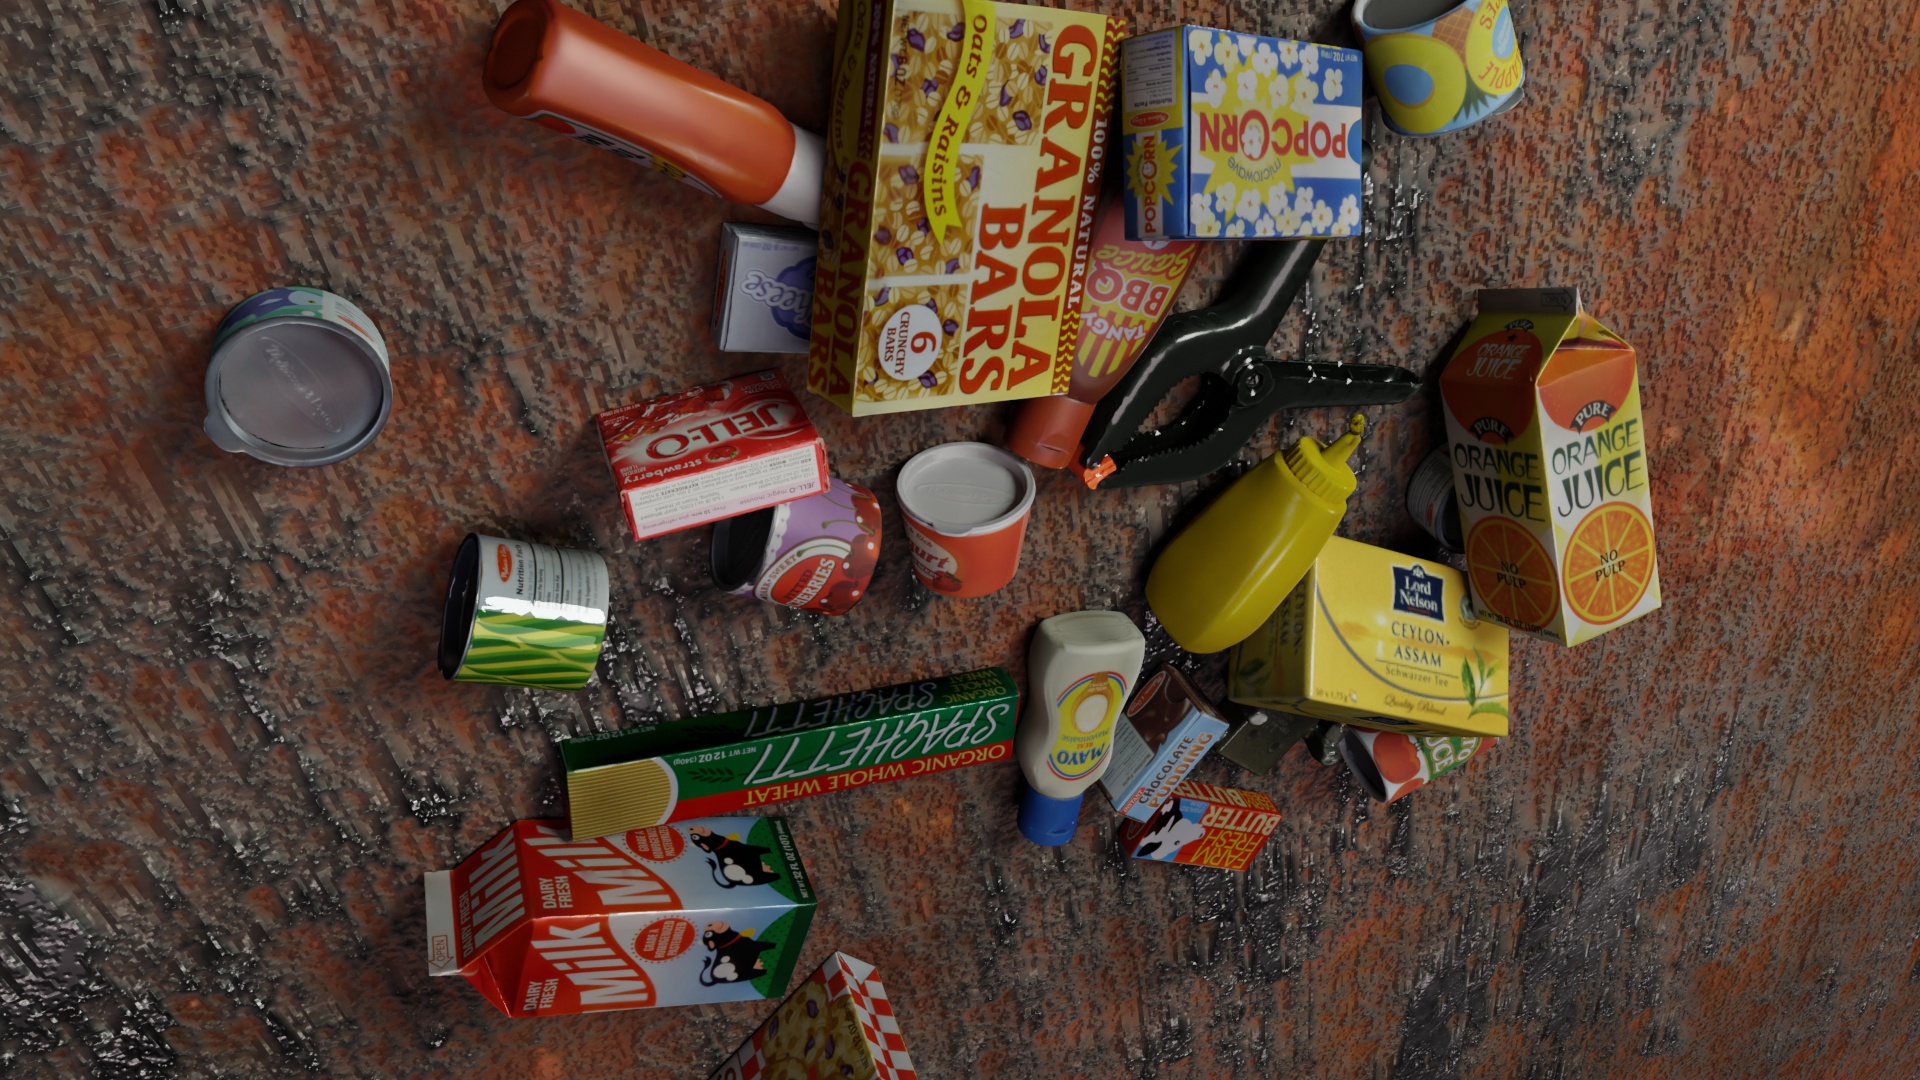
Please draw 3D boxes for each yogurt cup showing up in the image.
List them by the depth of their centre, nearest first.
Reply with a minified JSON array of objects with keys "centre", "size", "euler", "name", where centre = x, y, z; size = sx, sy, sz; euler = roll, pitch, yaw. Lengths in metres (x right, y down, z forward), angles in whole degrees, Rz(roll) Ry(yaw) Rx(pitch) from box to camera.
[{"centre":[0.002,-0.009,0.691],"size":[0.072,0.073,0.053],"euler":[-14,134,-15],"name":"yogurt cup"}]

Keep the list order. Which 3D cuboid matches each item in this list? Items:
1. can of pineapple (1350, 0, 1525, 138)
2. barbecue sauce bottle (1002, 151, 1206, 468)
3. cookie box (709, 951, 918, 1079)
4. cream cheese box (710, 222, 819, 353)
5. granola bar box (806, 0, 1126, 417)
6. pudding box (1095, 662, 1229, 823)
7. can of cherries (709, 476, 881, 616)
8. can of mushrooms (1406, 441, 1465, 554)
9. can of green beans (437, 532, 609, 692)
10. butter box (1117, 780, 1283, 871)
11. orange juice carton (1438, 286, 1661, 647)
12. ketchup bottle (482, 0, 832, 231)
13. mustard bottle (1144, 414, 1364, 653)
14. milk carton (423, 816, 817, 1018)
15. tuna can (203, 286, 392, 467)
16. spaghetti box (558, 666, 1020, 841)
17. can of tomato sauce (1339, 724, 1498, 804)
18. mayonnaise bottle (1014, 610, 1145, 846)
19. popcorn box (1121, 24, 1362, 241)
[{"centre":[0.222,-0.230,0.641],"size":[0.071,0.071,0.057],"euler":[-35,129,1],"name":"can of pineapple"},{"centre":[0.065,-0.106,0.667],"size":[0.065,0.044,0.148],"euler":[13,115,-24],"name":"barbecue sauce bottle"},{"centre":[-0.102,0.354,0.842],"size":[0.167,0.123,0.040],"euler":[-47,127,10],"name":"cookie box"},{"centre":[-0.056,-0.111,0.621],"size":[0.104,0.024,0.053],"euler":[-1,122,-24],"name":"cream cheese box"},{"centre":[0.002,-0.141,0.586],"size":[0.124,0.039,0.164],"euler":[-10,118,-38],"name":"granola bar box"},{"centre":[0.116,0.122,0.836],"size":[0.030,0.050,0.083],"euler":[26,108,-36],"name":"pudding box"},{"centre":[-0.077,0.001,0.655],"size":[0.058,0.072,0.071],"euler":[17,113,-33],"name":"can of cherries"},{"centre":[0.307,-0.028,0.835],"size":[0.071,0.033,0.070],"euler":[-12,124,-17],"name":"can of mushrooms"},{"centre":[-0.196,0.033,0.625],"size":[0.058,0.071,0.071],"euler":[11,116,-30],"name":"can of green beans"},{"centre":[0.158,0.187,0.914],"size":[0.103,0.024,0.053],"euler":[14,115,-31],"name":"butter box"},{"centre":[0.324,-0.046,0.768],"size":[0.073,0.072,0.192],"euler":[-20,107,-19],"name":"orange juice carton"},{"centre":[-0.105,-0.162,0.544],"size":[0.149,0.065,0.043],"euler":[14,101,-40],"name":"ketchup bottle"},{"centre":[0.166,-0.007,0.747],"size":[0.049,0.065,0.159],"euler":[5,135,-43],"name":"mustard bottle"},{"centre":[-0.182,0.197,0.735],"size":[0.191,0.072,0.073],"euler":[6,119,-27],"name":"milk carton"},{"centre":[-0.264,-0.064,0.552],"size":[0.071,0.033,0.070],"euler":[-12,125,-17],"name":"tuna can"},{"centre":[-0.086,0.112,0.751],"size":[0.251,0.029,0.050],"euler":[-7,125,-20],"name":"spaghetti box"},{"centre":[0.296,0.125,0.907],"size":[0.083,0.071,0.071],"euler":[-27,128,-5],"name":"can of tomato sauce"},{"centre":[0.063,0.111,0.810],"size":[0.065,0.041,0.147],"euler":[-4,122,-24],"name":"mayonnaise bottle"},{"centre":[0.126,-0.175,0.612],"size":[0.127,0.038,0.085],"euler":[-11,102,-40],"name":"popcorn box"}]
